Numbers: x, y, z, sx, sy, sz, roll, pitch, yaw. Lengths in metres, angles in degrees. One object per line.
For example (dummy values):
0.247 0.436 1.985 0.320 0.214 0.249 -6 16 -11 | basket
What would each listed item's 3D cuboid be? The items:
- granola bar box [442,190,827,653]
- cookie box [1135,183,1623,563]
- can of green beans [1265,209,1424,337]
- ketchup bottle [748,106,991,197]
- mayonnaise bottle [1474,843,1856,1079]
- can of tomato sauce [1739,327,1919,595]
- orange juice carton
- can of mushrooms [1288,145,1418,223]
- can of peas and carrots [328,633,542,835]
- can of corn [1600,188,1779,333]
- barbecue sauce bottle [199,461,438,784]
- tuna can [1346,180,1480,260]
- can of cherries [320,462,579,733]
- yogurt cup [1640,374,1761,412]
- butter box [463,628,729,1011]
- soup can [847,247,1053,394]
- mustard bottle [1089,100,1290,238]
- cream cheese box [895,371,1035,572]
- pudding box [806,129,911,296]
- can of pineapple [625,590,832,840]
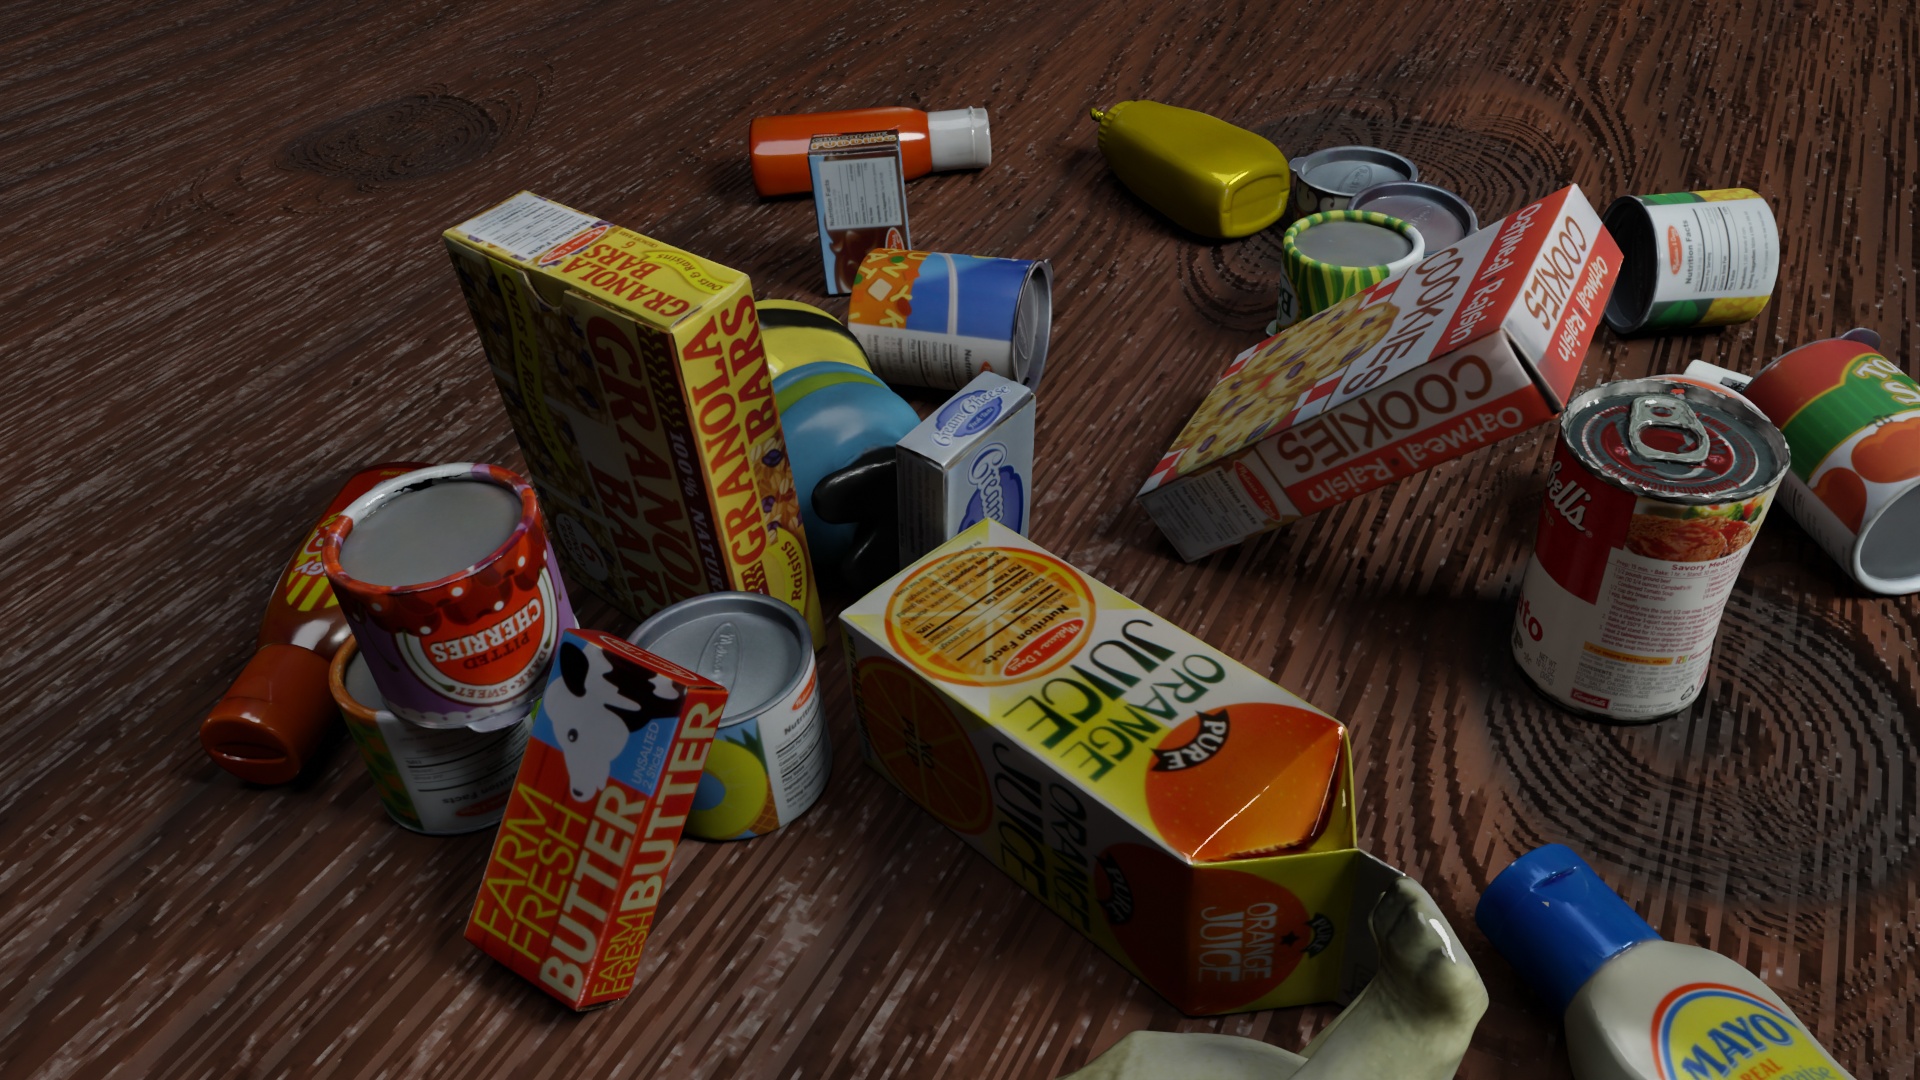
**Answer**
-0.117 -0.033 0.513 0.124 0.164 0.039 25 50 32 | granola bar box
0.163 -0.063 0.547 0.167 0.040 0.123 -26 17 46 | cookie box
0.188 -0.121 0.677 0.071 0.057 0.071 -3 38 2 | can of green beans
-0.056 -0.247 0.872 0.149 0.043 0.065 -6 39 -1 | ketchup bottle
0.197 0.143 0.358 0.065 0.041 0.148 -20 41 -16 | mayonnaise bottle
0.353 -0.031 0.537 0.071 0.070 0.083 -8 39 -3 | can of tomato sauce
0.052 0.073 0.436 0.073 0.071 0.193 -33 46 -31 | orange juice carton
0.220 -0.196 0.787 0.071 0.033 0.071 -3 39 2 | can of mushrooms
-0.180 0.058 0.489 0.071 0.058 0.071 -3 38 2 | can of peas and carrots
0.349 -0.135 0.674 0.058 0.070 0.071 -4 38 0 | can of corn
-0.241 0.028 0.545 0.065 0.043 0.149 3 39 7 | barbecue sauce bottle
0.236 -0.156 0.728 0.071 0.032 0.071 -2 48 2 | tuna can
-0.159 0.018 0.442 0.071 0.058 0.072 -2 38 2 | can of cherries
0.275 -0.023 0.542 0.072 0.072 0.054 22 53 29 | yogurt cup
-0.112 0.084 0.426 0.053 0.103 0.024 19 1 27 | butter box
-0.003 -0.108 0.672 0.084 0.071 0.072 9 40 17 | soup can
0.126 -0.228 0.826 0.065 0.048 0.161 -22 41 -20 | mustard bottle
0.002 -0.006 0.516 0.024 0.103 0.053 28 50 26 | cream cheese box
-0.053 -0.177 0.752 0.050 0.083 0.030 -4 36 1 | pudding box
-0.081 0.060 0.478 0.071 0.057 0.071 -3 38 2 | can of pineapple
